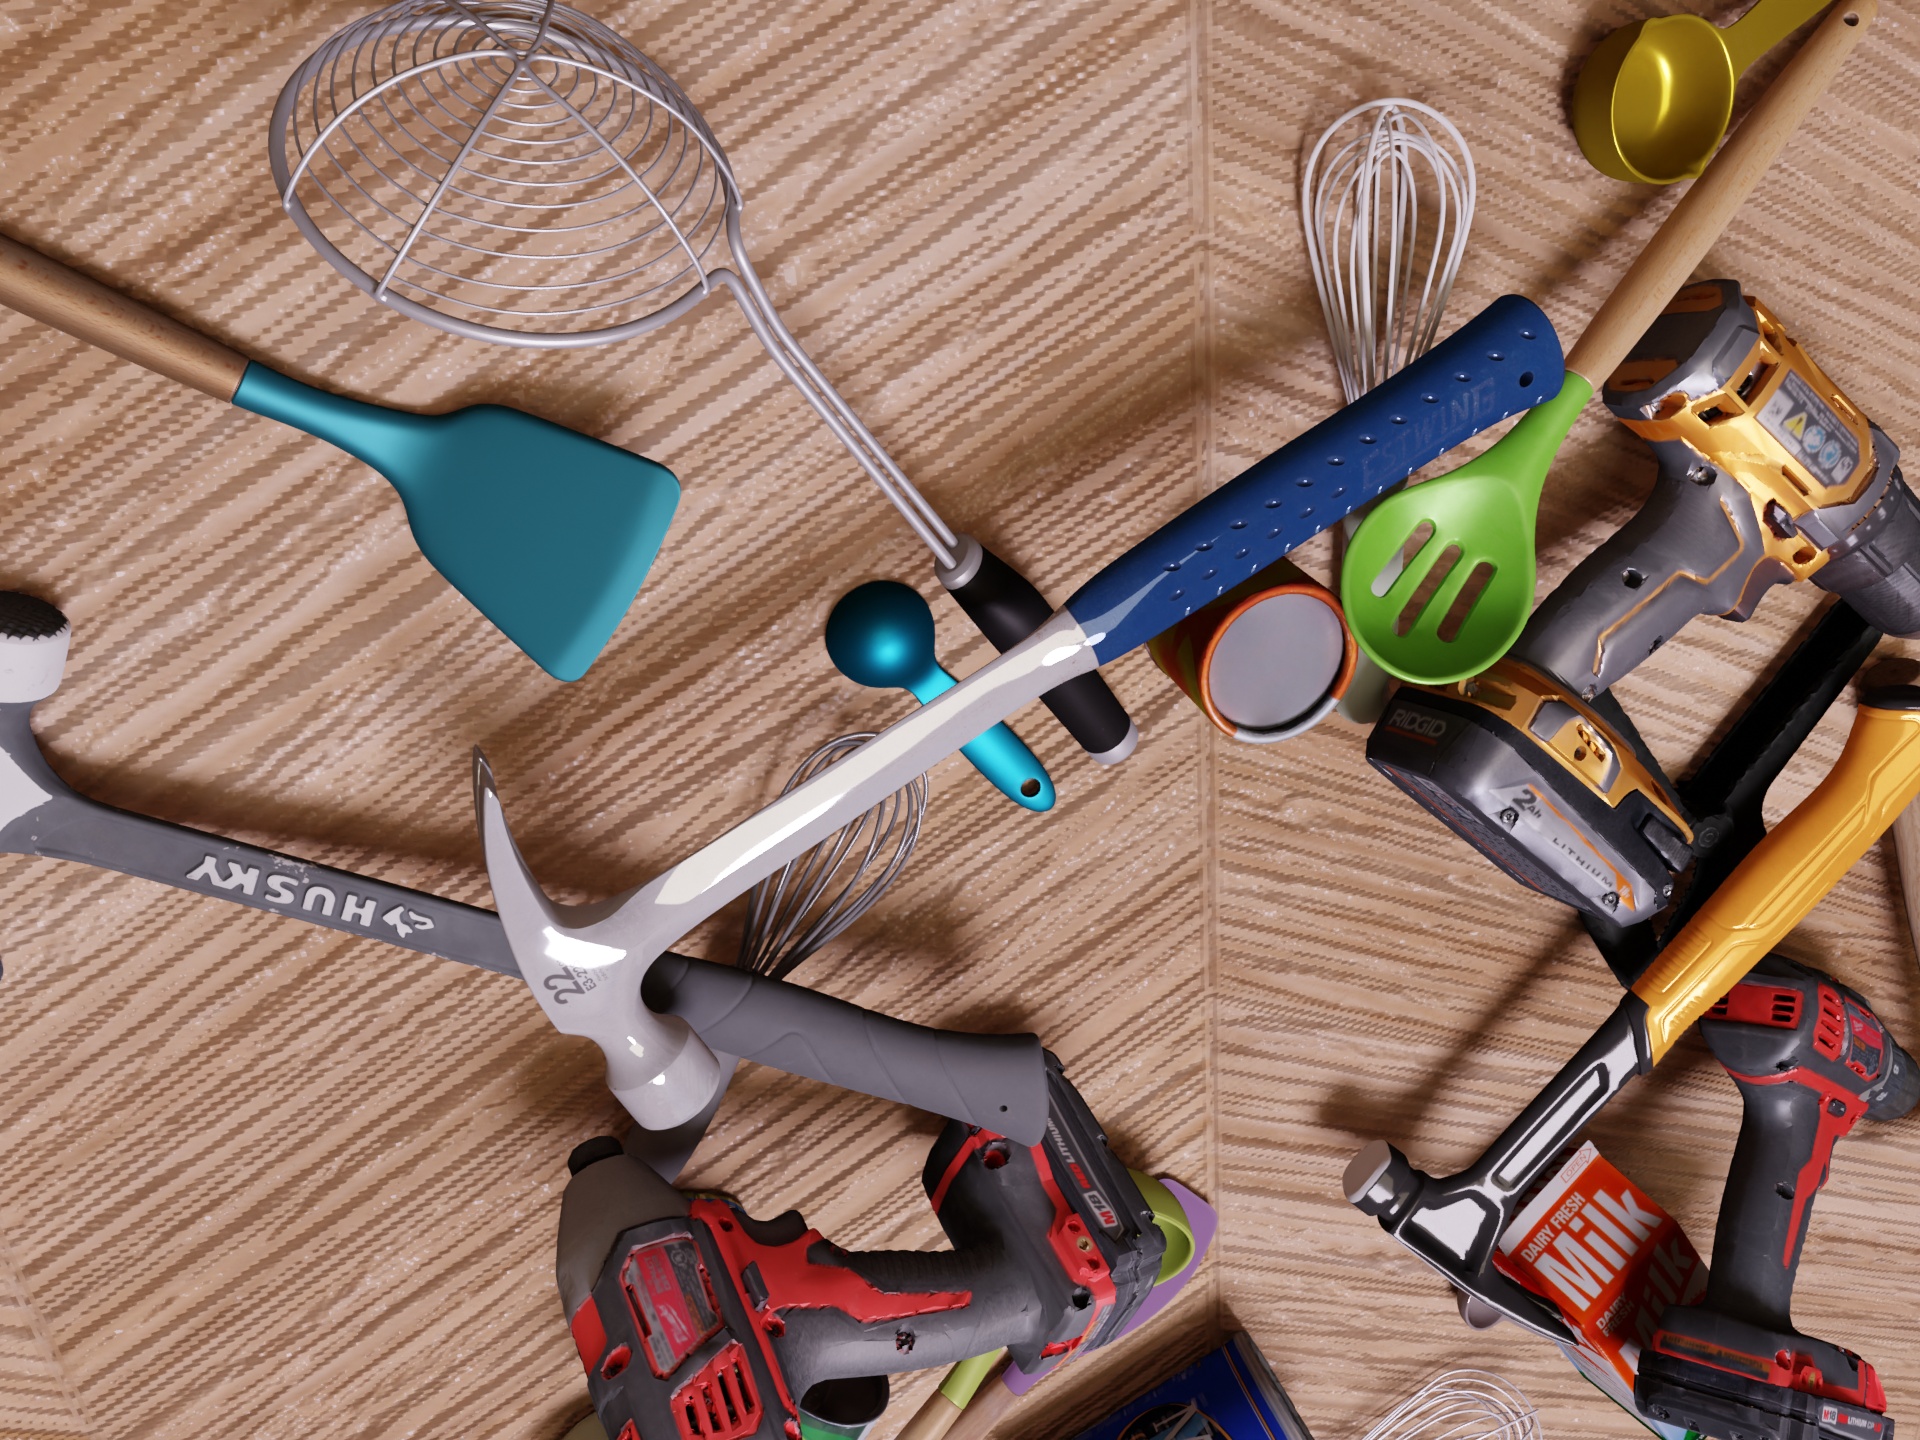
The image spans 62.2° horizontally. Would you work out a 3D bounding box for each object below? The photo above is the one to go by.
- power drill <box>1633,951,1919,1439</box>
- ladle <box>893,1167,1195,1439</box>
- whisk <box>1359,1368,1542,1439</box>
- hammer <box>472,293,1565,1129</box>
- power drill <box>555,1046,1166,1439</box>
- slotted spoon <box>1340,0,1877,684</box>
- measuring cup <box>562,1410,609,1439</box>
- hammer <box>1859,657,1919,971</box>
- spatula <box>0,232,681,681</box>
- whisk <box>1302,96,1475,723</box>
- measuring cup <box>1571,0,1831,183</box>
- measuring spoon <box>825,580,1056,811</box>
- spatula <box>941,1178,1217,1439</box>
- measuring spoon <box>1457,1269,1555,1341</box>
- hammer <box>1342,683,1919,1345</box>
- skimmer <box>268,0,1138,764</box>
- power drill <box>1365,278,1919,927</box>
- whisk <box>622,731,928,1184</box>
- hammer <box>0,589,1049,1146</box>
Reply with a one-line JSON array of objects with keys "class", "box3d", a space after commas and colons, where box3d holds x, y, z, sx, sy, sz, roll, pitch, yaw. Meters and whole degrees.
[{"class": "power drill", "box3d": [0.415, 0.240, 0.780, 0.187, 0.080, 0.227, 27, 71, -37]}, {"class": "ladle", "box3d": [-0.015, 0.327, 0.698, 0.320, 0.062, 0.078, -48, 128, -12]}, {"class": "whisk", "box3d": [0.186, 0.436, 0.865, 0.284, 0.070, 0.070, -27, 120, 2]}, {"class": "hammer", "box3d": [0.029, -0.027, 0.530, 0.405, 0.035, 0.144, -33, 120, -7]}, {"class": "power drill", "box3d": [-0.044, 0.205, 0.616, 0.219, 0.143, 0.078, -7, 137, -33]}, {"class": "slotted spoon", "box3d": [0.244, -0.143, 0.587, 0.070, 0.031, 0.314, 37, 87, 5]}, {"class": "measuring cup", "box3d": [-0.113, 0.360, 0.744, 0.167, 0.038, 0.083, 23, 106, -27]}, {"class": "hammer", "box3d": [0.492, 0.117, 0.793, 0.130, 0.031, 0.331, -42, 118, -39]}, {"class": "spatula", "box3d": [-0.241, -0.112, 0.473, 0.317, 0.044, 0.082, 25, 109, -25]}, {"class": "whisk", "box3d": [0.157, -0.106, 0.603, 0.059, 0.058, 0.246, 6, 122, 18]}, {"class": "measuring cup", "box3d": [0.285, -0.256, 0.584, 0.156, 0.029, 0.062, -41, 119, -9]}, {"class": "measuring spoon", "box3d": [-0.001, -0.002, 0.611, 0.042, 0.021, 0.128, -42, 118, 5]}, {"class": "spatula", "box3d": [0.010, 0.345, 0.785, 0.059, 0.018, 0.316, 40, 98, -22]}, {"class": "measuring spoon", "box3d": [0.310, 0.323, 0.872, 0.124, 0.018, 0.034, 27, 90, -33]}, {"class": "hammer", "box3d": [0.326, 0.127, 0.712, 0.127, 0.034, 0.337, 37, 101, -4]}, {"class": "skimmer", "box3d": [-0.057, -0.085, 0.535, 0.090, 0.127, 0.362, -12, 140, 31]}, {"class": "power drill", "box3d": [0.291, -0.031, 0.632, 0.185, 0.084, 0.226, 36, 88, -18]}, {"class": "whisk", "box3d": [-0.081, 0.105, 0.629, 0.055, 0.055, 0.239, 21, 111, -25]}, {"class": "hammer", "box3d": [-0.154, 0.088, 0.566, 0.408, 0.036, 0.149, 19, 111, -14]}]
